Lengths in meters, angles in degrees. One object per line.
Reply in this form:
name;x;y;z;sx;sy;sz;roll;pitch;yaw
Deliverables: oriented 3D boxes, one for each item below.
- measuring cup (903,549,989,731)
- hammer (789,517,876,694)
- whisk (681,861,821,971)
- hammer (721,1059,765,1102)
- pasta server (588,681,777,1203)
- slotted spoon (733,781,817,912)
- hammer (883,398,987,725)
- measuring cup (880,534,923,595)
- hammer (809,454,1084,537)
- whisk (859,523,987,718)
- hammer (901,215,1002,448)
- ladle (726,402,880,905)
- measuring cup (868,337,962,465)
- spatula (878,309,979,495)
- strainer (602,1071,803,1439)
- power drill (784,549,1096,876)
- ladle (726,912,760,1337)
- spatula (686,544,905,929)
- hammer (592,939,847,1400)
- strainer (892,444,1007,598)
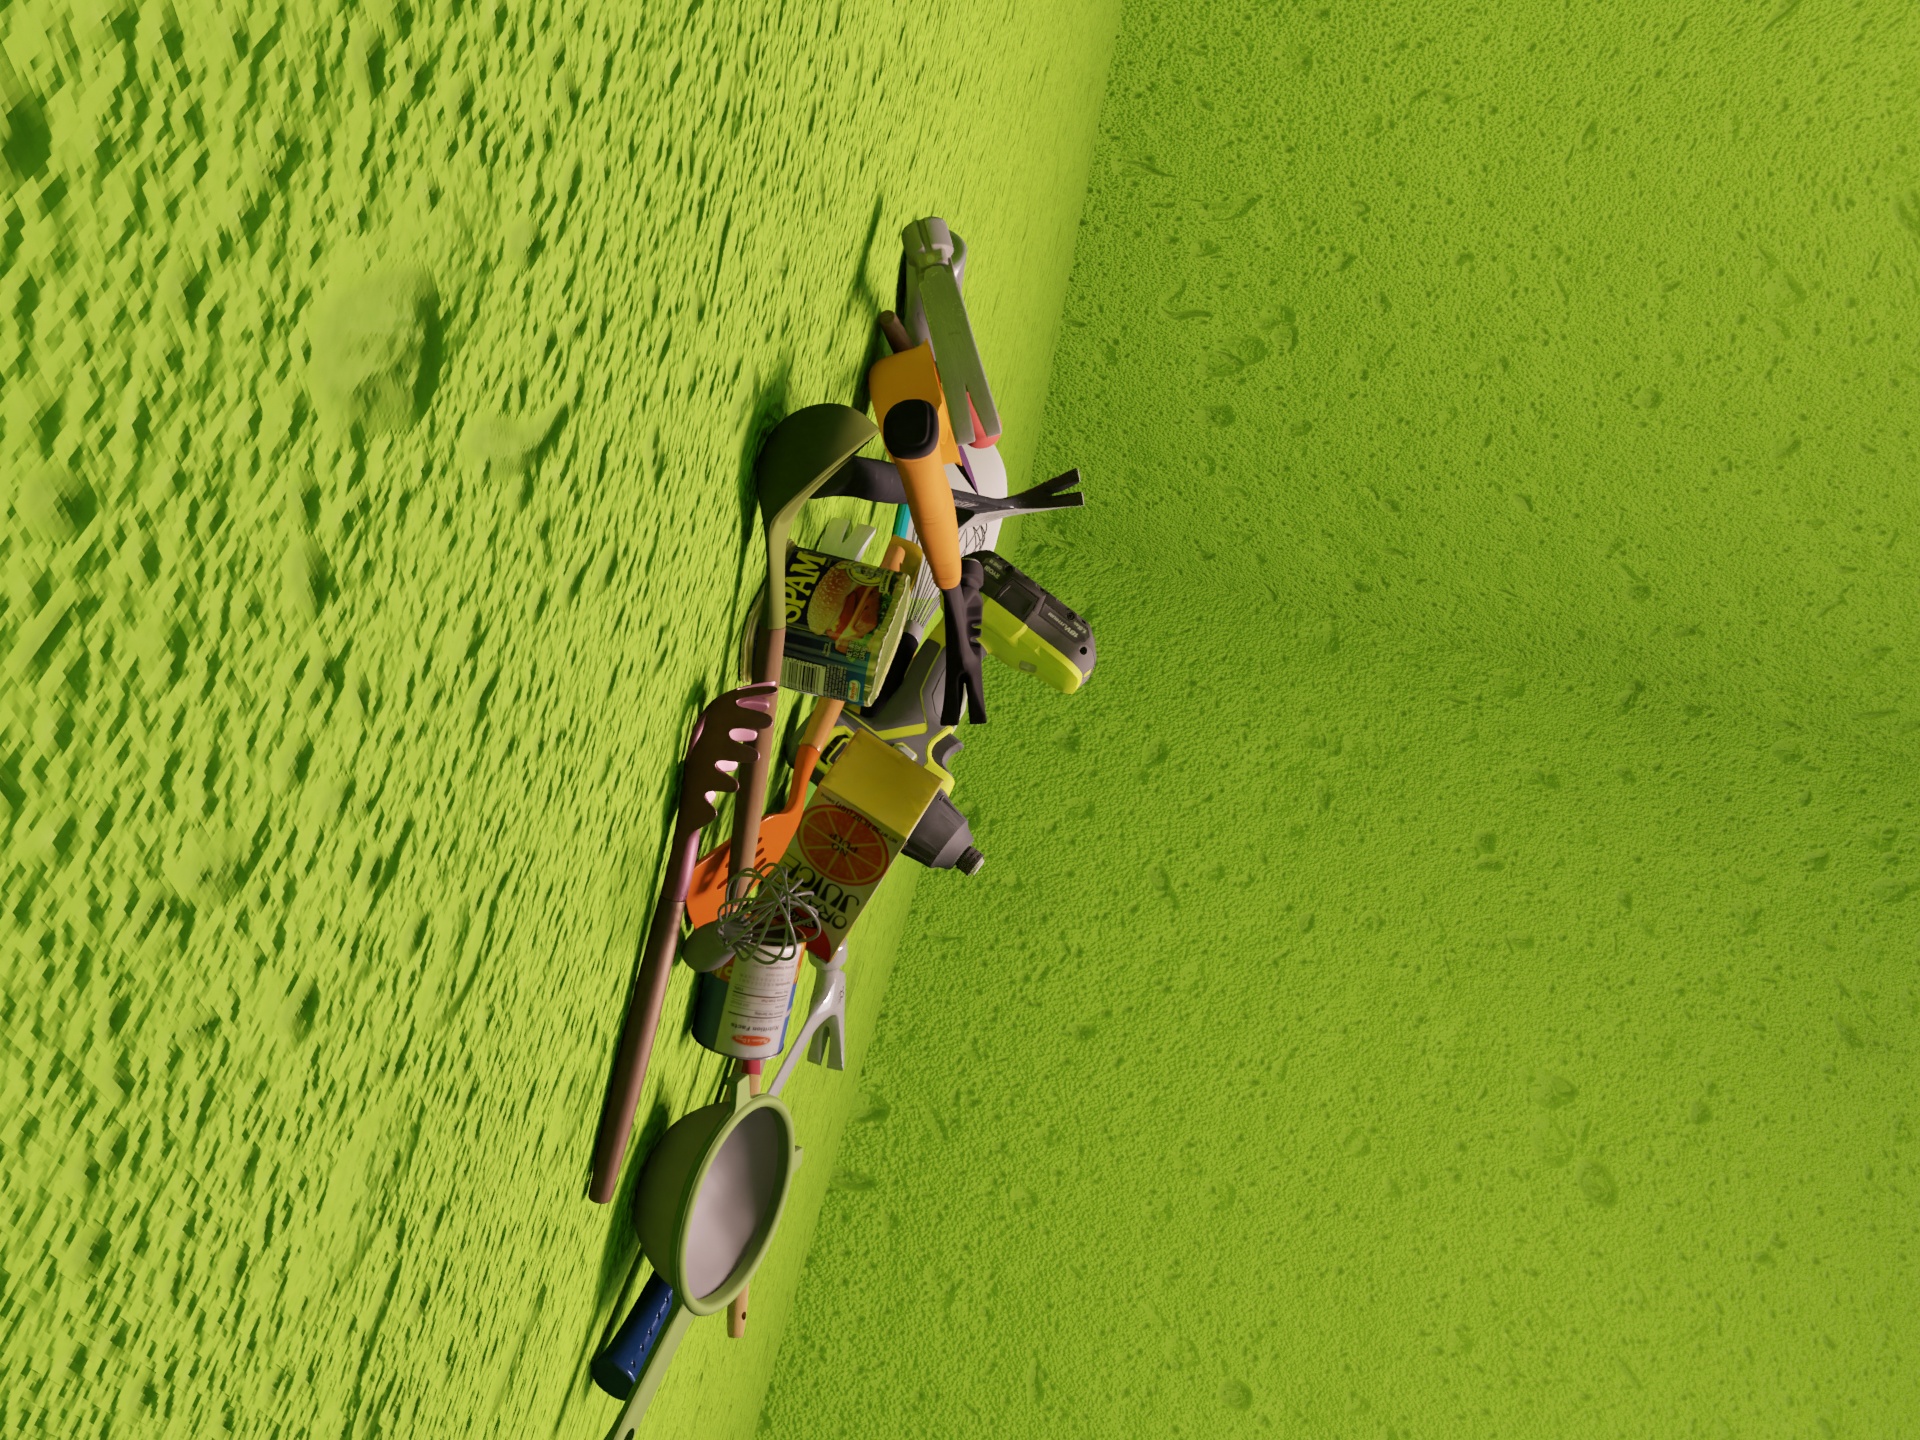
measuring cup;-0.011;-0.067;1.324;0.083;0.038;0.168;51;52;-68
hammer;-0.087;-0.086;1.266;0.331;0.033;0.128;-27;133;-86
whisk;-0.128;0.123;0.918;0.239;0.055;0.055;144;-36;-65
hammer;-0.170;0.264;1.367;0.146;0.038;0.411;101;5;-64
pasta server;-0.161;0.127;0.896;0.060;0.040;0.316;-130;-125;-77
slotted spoon;-0.140;0.089;1.184;0.314;0.031;0.070;-63;172;-69
hammer;-0.012;-0.103;1.032;0.336;0.034;0.127;73;16;-71
measuring cup;-0.057;-0.078;1.255;0.062;0.029;0.156;-71;177;-45
hammer;-0.021;-0.165;1.150;0.409;0.149;0.036;-14;94;-73
whisk;-0.036;-0.096;1.374;0.070;0.070;0.285;100;8;-51
hammer;0.007;-0.246;1.194;0.359;0.036;0.149;25;50;-85
ladle;-0.101;-0.028;0.924;0.078;0.062;0.320;-57;160;-65
measuring cup;-0.035;-0.211;1.120;0.174;0.052;0.095;-89;164;-70
spatula;-0.021;-0.251;1.285;0.060;0.018;0.315;64;4;17
strainer;-0.197;0.365;1.065;0.151;0.069;0.256;71;38;-53
power drill;-0.002;-0.004;1.225;0.223;0.171;0.080;-51;173;-10
ladle;-0.156;0.290;1.183;0.069;0.031;0.316;30;56;-55
spatula;-0.102;-0.001;1.077;0.081;0.041;0.323;89;18;-55
hammer;-0.171;0.341;1.233;0.406;0.035;0.144;-61;157;-51
strainer;-0.018;-0.150;1.623;0.211;0.095;0.340;-63;166;-76
